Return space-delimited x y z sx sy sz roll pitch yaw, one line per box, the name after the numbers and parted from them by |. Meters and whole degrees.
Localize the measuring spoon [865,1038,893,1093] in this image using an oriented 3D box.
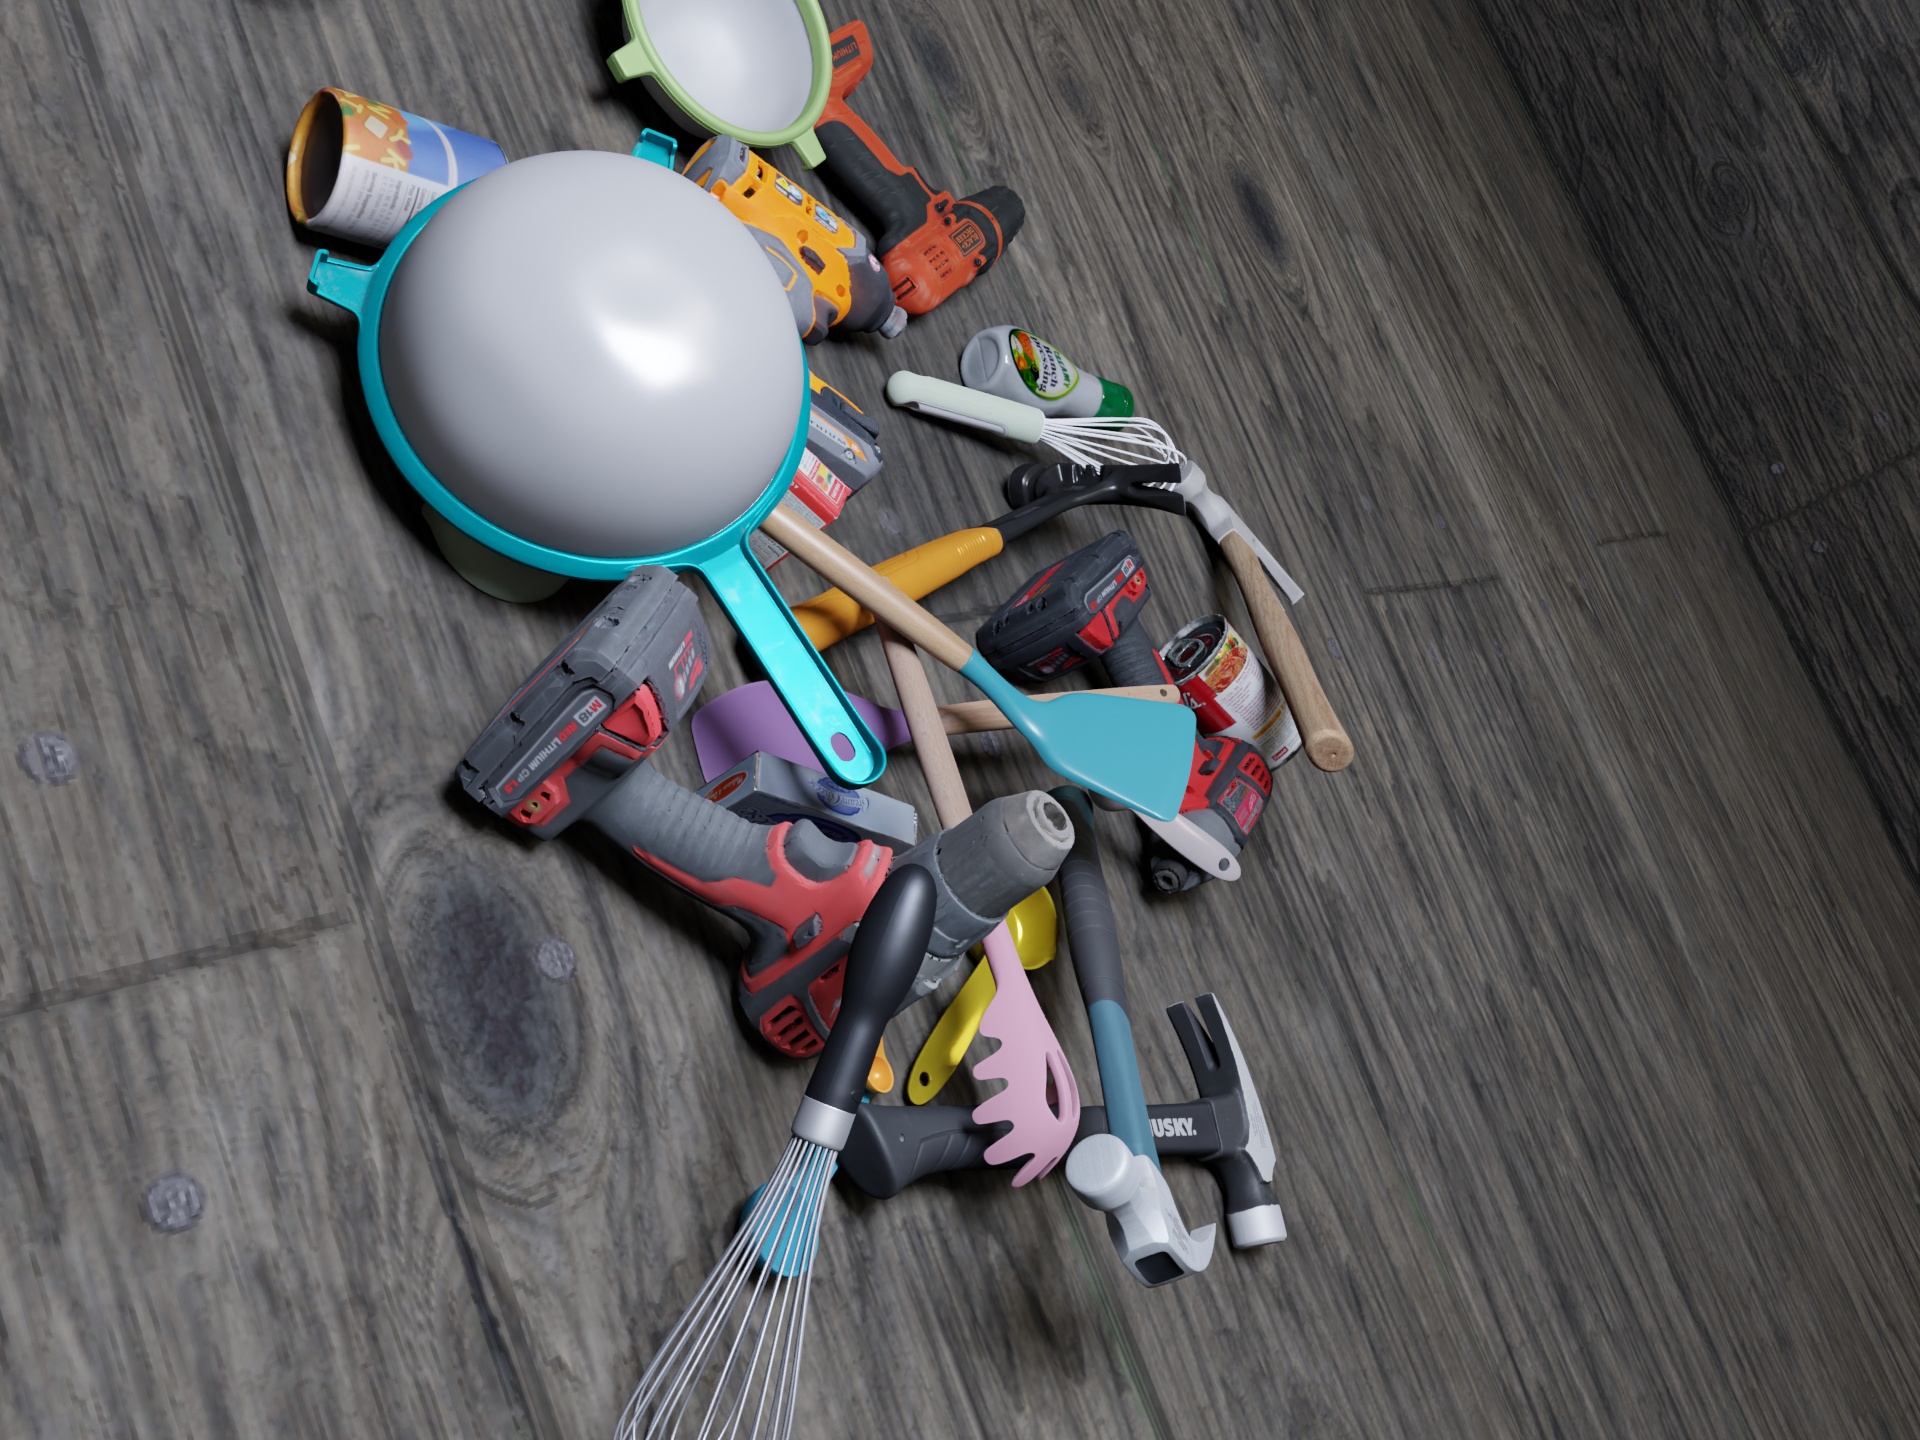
-0.053 0.133 0.801 0.021 0.011 0.117 22 44 -47 | measuring spoon

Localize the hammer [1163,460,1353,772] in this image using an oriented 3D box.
0.221 -0.069 1.128 0.130 0.031 0.332 41 22 -27 | hammer

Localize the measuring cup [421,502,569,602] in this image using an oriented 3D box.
-0.215 -0.139 0.771 0.083 0.038 0.168 13 60 -43 | measuring cup

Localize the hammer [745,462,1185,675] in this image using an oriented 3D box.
0.001 -0.097 0.939 0.337 0.127 0.034 -32 121 -46 | hammer

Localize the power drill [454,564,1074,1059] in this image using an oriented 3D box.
-0.081 0.038 0.695 0.226 0.188 0.080 43 31 -16 | power drill

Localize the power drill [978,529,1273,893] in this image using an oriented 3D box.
0.114 0.002 1.020 0.219 0.078 0.143 56 39 -10 | power drill

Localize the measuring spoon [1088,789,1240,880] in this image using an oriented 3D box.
0.128 0.063 0.960 0.124 0.018 0.034 36 77 -20 | measuring spoon

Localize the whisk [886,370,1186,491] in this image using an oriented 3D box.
0.056 -0.198 1.085 0.246 0.058 0.059 9 83 -32 | whisk

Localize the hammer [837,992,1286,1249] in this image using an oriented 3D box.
0.061 0.215 0.848 0.334 0.035 0.146 14 58 -46 | hammer

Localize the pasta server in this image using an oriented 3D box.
-0.002 0.073 0.804 0.060 0.040 0.316 6 60 -55 | pasta server

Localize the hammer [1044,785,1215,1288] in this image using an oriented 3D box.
0.075 0.144 0.829 0.128 0.033 0.331 59 14 -33 | hammer

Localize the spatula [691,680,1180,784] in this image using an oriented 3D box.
-0.001 -0.003 0.883 0.315 0.018 0.060 -6 71 -33 | spatula

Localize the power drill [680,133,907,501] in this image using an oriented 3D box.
-0.096 -0.220 0.923 0.164 0.084 0.227 29 44 -34 | power drill

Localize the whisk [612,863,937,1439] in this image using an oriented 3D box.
-0.066 0.191 0.630 0.070 0.070 0.285 29 76 -34 | whisk

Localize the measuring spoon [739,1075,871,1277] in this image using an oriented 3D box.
-0.071 0.206 0.738 0.042 0.021 0.129 56 29 -14 | measuring spoon

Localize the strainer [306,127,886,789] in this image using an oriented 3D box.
-0.122 -0.122 0.713 0.211 0.095 0.340 -32 89 -27 | strainer

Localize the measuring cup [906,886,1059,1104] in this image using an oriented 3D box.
0.003 0.144 0.852 0.062 0.029 0.157 49 49 -16 | measuring cup

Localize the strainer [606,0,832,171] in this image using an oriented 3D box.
-0.156 -0.468 0.990 0.151 0.069 0.256 12 74 -41 | strainer

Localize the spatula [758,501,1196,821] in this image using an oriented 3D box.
-0.011 -0.052 0.816 0.317 0.044 0.082 35 48 -19 | spatula
